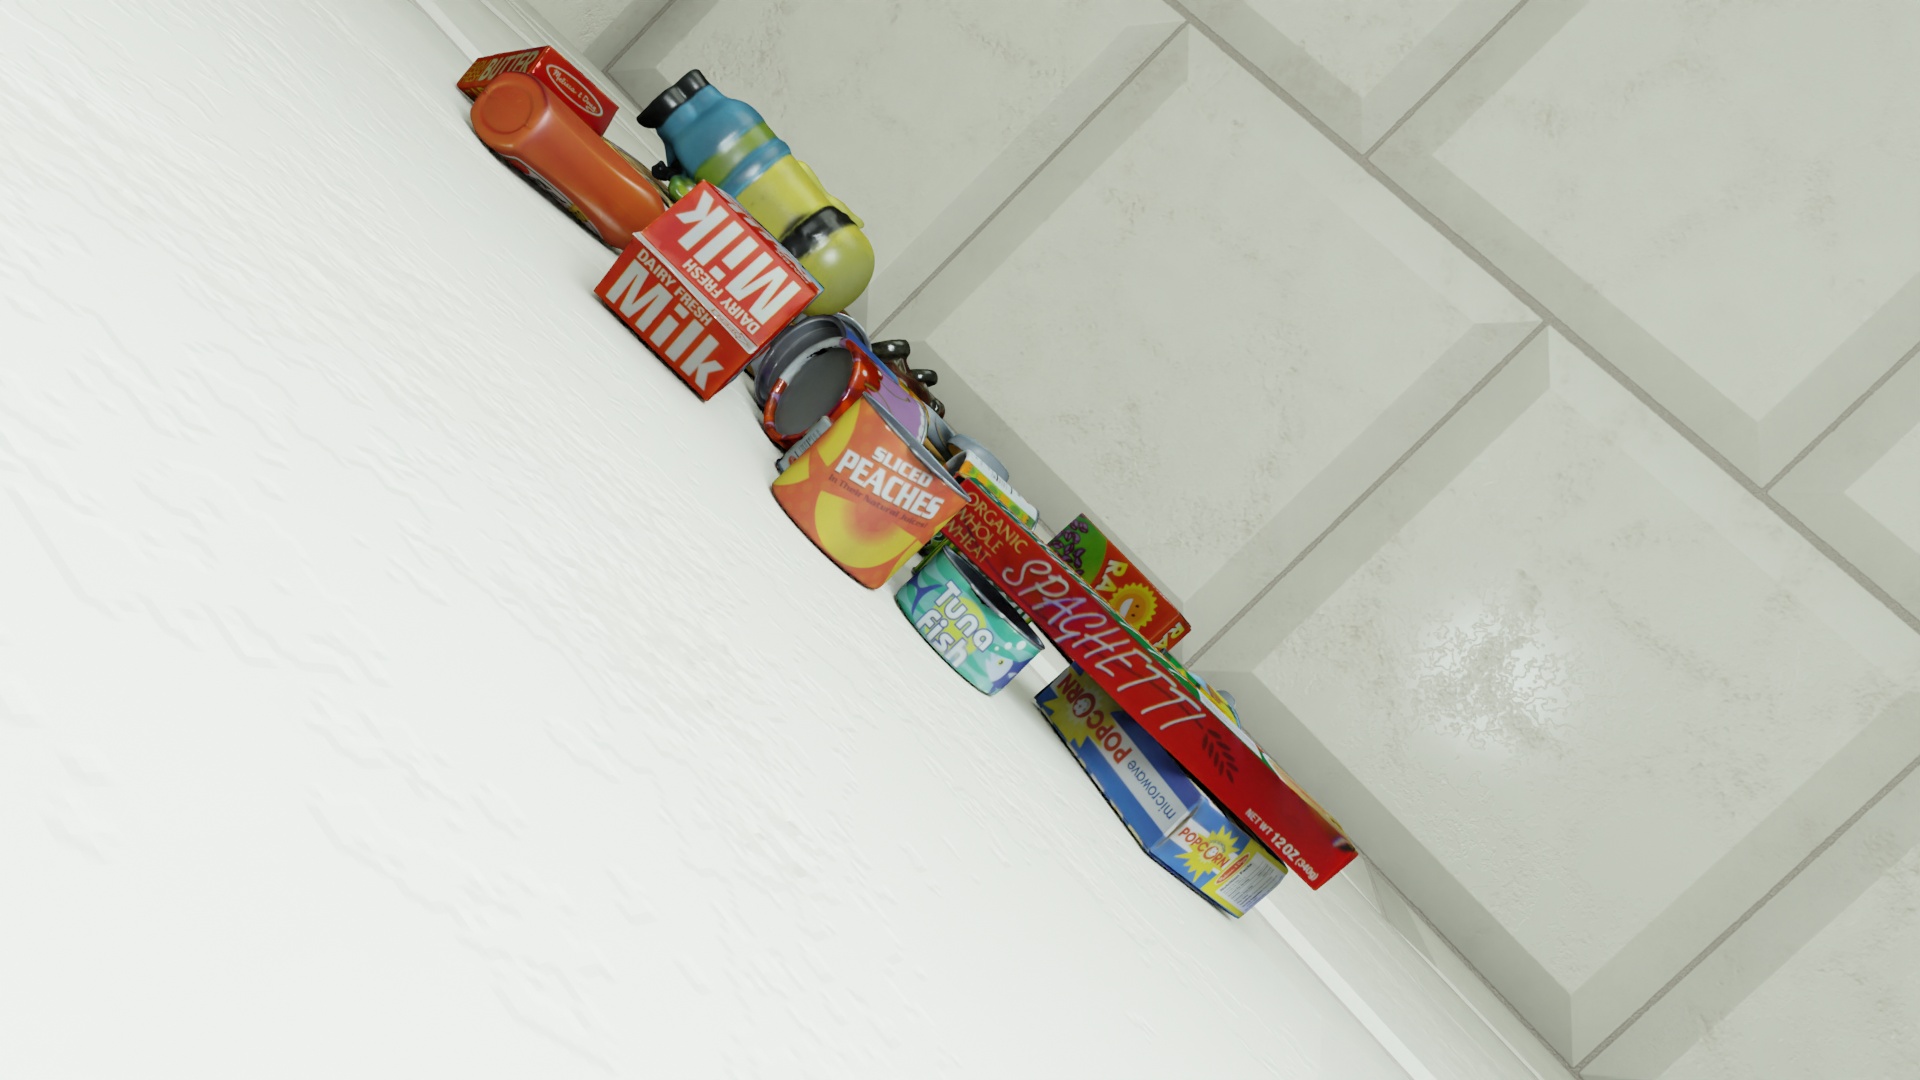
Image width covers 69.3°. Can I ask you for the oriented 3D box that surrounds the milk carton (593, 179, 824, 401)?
[{"bbox_3d":[-0.118,-0.121,0.672,0.072,0.073,0.191,45,5,-10],"label":"milk carton"}]

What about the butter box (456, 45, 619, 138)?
[{"bbox_3d":[-0.246,-0.256,0.802,0.103,0.024,0.053,16,-18,47],"label":"butter box"}]

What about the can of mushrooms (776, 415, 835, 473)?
[{"bbox_3d":[-0.053,-0.026,0.668,0.071,0.033,0.071,44,4,-4],"label":"can of mushrooms"}]

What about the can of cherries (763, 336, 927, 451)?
[{"bbox_3d":[-0.060,-0.062,0.725,0.058,0.071,0.072,42,6,-40],"label":"can of cherries"}]

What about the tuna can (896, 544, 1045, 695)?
[{"bbox_3d":[0.004,0.036,0.629,0.071,0.033,0.071,45,4,-4],"label":"tuna can"}]

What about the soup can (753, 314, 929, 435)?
[{"bbox_3d":[-0.068,-0.081,0.805,0.083,0.071,0.071,42,5,-42],"label":"soup can"}]

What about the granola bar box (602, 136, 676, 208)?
[{"bbox_3d":[-0.201,-0.212,0.940,0.124,0.039,0.166,45,4,-5],"label":"granola bar box"}]

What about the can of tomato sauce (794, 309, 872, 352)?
[{"bbox_3d":[-0.104,-0.147,1.061,0.071,0.071,0.083,44,4,-20],"label":"can of tomato sauce"}]

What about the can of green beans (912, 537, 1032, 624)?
[{"bbox_3d":[0.017,0.019,0.747,0.071,0.058,0.071,45,4,-4],"label":"can of green beans"}]

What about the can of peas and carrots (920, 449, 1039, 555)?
[{"bbox_3d":[0.003,-0.011,0.840,0.058,0.071,0.071,41,5,-12],"label":"can of peas and carrots"}]

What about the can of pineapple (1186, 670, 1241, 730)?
[{"bbox_3d":[0.156,0.127,0.969,0.071,0.071,0.057,49,5,36],"label":"can of pineapple"}]

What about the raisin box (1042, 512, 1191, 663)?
[{"bbox_3d":[0.104,0.051,1.067,0.124,0.086,0.040,48,0,35],"label":"raisin box"}]

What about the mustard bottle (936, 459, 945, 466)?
[{"bbox_3d":[0.024,0.010,0.934,0.160,0.049,0.065,42,2,-33],"label":"mustard bottle"}]

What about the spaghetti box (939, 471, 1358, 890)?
[{"bbox_3d":[0.083,0.062,0.653,0.250,0.028,0.050,44,6,4],"label":"spaghetti box"}]

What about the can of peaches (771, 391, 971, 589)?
[{"bbox_3d":[-0.038,-0.021,0.597,0.071,0.058,0.071,46,5,-4],"label":"can of peaches"}]

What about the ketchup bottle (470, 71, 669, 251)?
[{"bbox_3d":[-0.202,-0.198,0.778,0.065,0.043,0.148,41,1,35],"label":"ketchup bottle"}]

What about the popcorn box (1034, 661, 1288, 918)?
[{"bbox_3d":[0.099,0.121,0.695,0.085,0.038,0.127,40,7,-36],"label":"popcorn box"}]

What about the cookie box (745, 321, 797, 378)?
[{"bbox_3d":[-0.097,-0.104,0.915,0.167,0.040,0.123,45,4,-5],"label":"cookie box"}]

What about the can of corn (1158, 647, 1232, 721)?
[{"bbox_3d":[0.114,0.106,0.804,0.058,0.071,0.071,46,4,5],"label":"can of corn"}]
